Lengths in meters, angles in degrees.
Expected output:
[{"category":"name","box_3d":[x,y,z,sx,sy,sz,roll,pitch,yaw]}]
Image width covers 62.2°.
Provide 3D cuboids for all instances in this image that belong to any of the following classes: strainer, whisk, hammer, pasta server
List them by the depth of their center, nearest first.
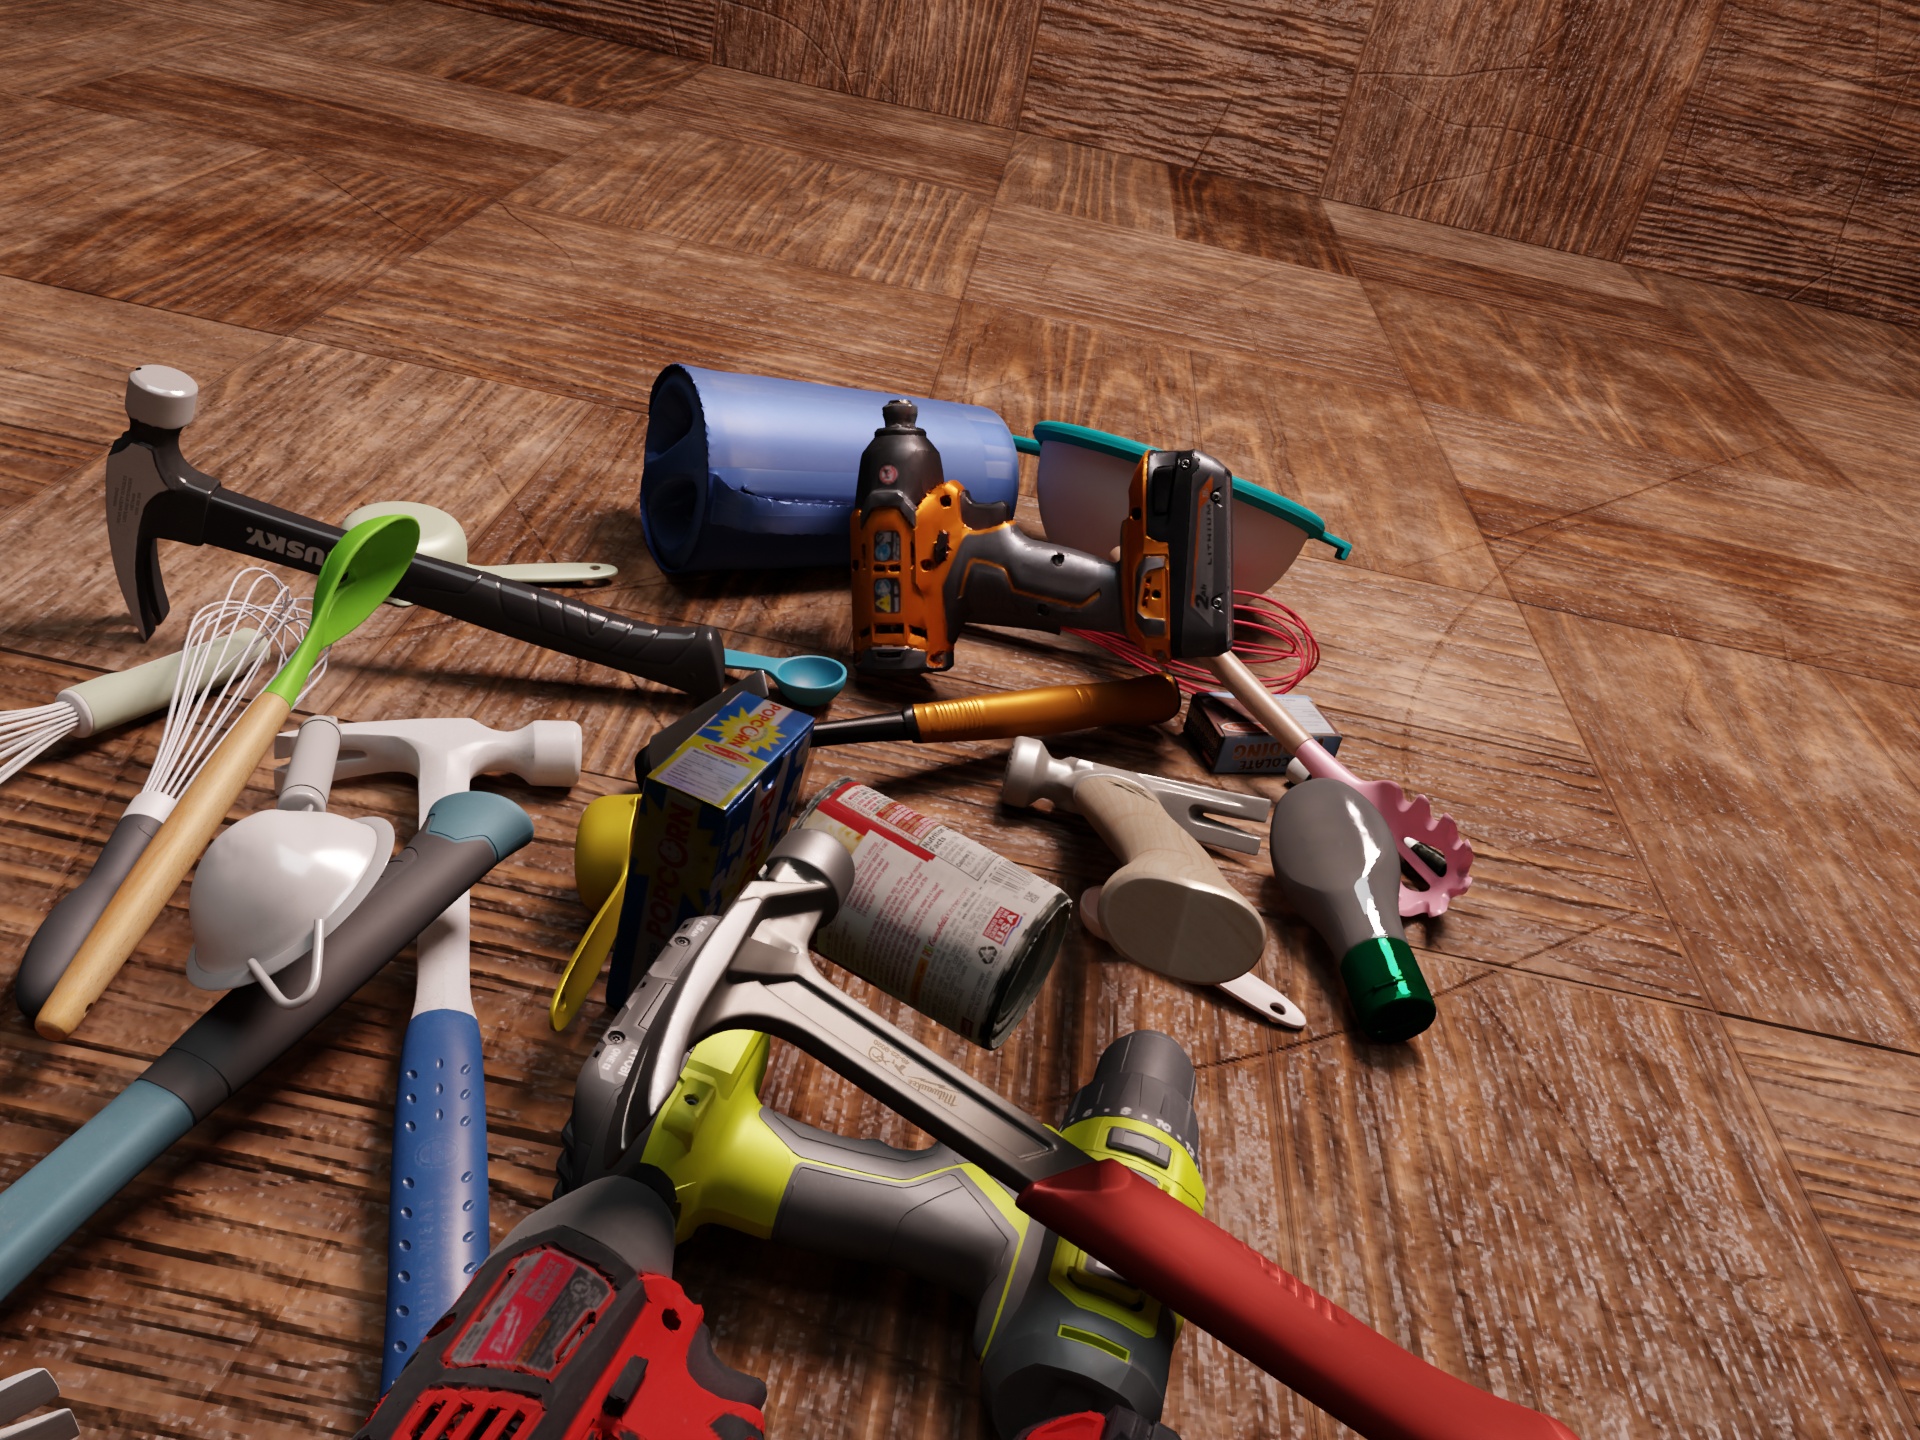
[{"category":"hammer","box_3d":[0.062,0.176,0.517,0.359,0.036,0.149,35,32,-5]},{"category":"hammer","box_3d":[-0.270,0.124,0.558,0.128,0.033,0.331,16,38,20]},{"category":"strainer","box_3d":[-0.268,0.038,0.637,0.087,0.050,0.259,-32,24,-5]},{"category":"hammer","box_3d":[-0.215,0.116,0.642,0.144,0.035,0.406,2,32,-19]},{"category":"hammer","box_3d":[0.091,0.055,0.686,0.146,0.038,0.410,13,4,1]},{"category":"whisk","box_3d":[-0.353,0.023,0.719,0.070,0.070,0.285,9,38,-6]},{"category":"whisk","box_3d":[-0.427,-0.001,0.751,0.059,0.058,0.246,51,32,0]},{"category":"hammer","box_3d":[-0.288,-0.070,0.868,0.334,0.146,0.035,18,29,-14]},{"category":"hammer","box_3d":[-0.001,-0.003,0.870,0.336,0.127,0.034,-6,77,-37]},{"category":"pasta server","box_3d":[0.182,-0.004,0.930,0.316,0.060,0.040,51,9,31]},{"category":"whisk","box_3d":[0.085,-0.063,1.034,0.296,0.073,0.073,10,30,6]},{"category":"strainer","box_3d":[0.091,-0.146,1.139,0.341,0.095,0.210,23,6,41]}]

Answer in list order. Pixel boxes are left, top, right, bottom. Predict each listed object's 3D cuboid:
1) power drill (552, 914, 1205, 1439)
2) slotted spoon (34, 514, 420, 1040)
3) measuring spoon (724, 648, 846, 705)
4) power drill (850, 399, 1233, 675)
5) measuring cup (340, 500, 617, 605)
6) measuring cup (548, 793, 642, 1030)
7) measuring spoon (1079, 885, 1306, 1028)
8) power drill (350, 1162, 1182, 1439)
[{"category":"power drill","box_3d":[-0.017,0.159,0.607,0.228,0.080,0.191,19,31,6]},{"category":"slotted spoon","box_3d":[-0.315,0.009,0.701,0.031,0.070,0.314,22,43,-10]},{"category":"measuring spoon","box_3d":[-0.129,-0.027,0.938,0.128,0.021,0.042,9,29,12]},{"category":"power drill","box_3d":[0.044,-0.109,0.935,0.226,0.164,0.084,0,5,14]},{"category":"measuring cup","box_3d":[-0.295,-0.106,0.976,0.167,0.038,0.083,-1,33,-19]},{"category":"measuring cup","box_3d":[-0.163,0.083,0.687,0.029,0.062,0.157,2,26,4]},{"category":"measuring spoon","box_3d":[0.112,0.121,0.782,0.124,0.018,0.034,30,34,15]},{"category":"power drill","box_3d":[-0.052,0.219,0.462,0.219,0.078,0.143,25,32,5]}]
